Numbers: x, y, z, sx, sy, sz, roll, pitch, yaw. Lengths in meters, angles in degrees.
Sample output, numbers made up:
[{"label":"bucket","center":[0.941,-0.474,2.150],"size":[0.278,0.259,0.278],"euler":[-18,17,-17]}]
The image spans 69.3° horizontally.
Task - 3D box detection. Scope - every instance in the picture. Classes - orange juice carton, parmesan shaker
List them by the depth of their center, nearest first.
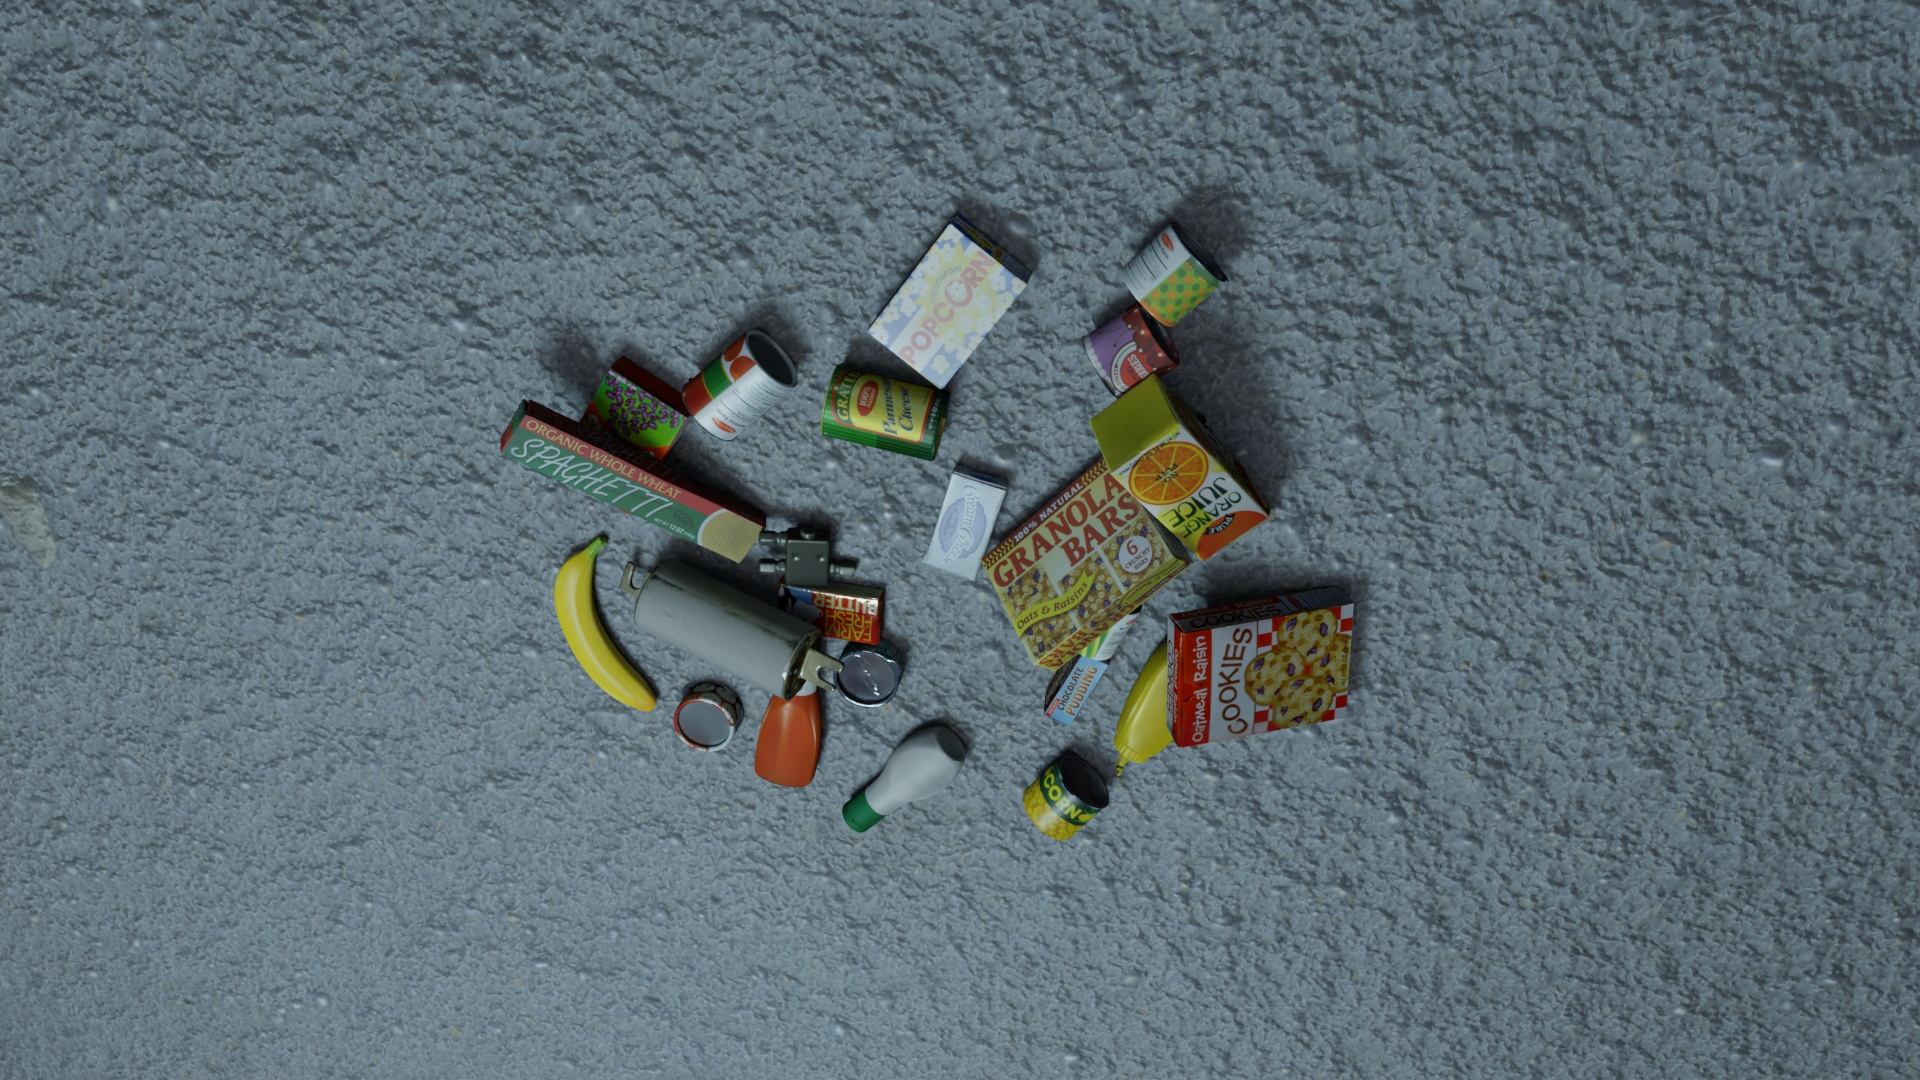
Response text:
[{"label":"orange juice carton","center":[0.199,-0.051,1.199],"size":[0.071,0.073,0.192],"euler":[-36,130,19]},{"label":"parmesan shaker","center":[-0.066,-0.116,1.240],"size":[0.103,0.071,0.071],"euler":[13,116,3]}]

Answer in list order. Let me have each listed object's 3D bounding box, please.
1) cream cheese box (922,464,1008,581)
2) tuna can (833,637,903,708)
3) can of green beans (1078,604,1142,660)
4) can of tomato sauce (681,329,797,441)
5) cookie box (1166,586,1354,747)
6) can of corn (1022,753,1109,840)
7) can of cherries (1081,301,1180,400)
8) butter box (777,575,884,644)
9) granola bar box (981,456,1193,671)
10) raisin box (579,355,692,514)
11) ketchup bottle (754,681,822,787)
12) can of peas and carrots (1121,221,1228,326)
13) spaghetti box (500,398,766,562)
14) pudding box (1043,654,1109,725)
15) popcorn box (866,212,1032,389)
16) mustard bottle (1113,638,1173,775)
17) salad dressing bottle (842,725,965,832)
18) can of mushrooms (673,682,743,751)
[{"label":"cream cheese box","center":[0.005,-0.016,1.296],"size":[0.053,0.024,0.103],"euler":[18,116,0]},{"label":"tuna can","center":[-0.088,0.129,1.375],"size":[0.071,0.033,0.070],"euler":[4,116,8]},{"label":"can of green beans","center":[0.126,0.069,1.293],"size":[0.071,0.071,0.057],"euler":[26,117,-3]},{"label":"can of tomato sauce","center":[-0.198,-0.141,1.250],"size":[0.083,0.071,0.071],"euler":[-37,104,22]},{"label":"cookie box","center":[0.273,0.116,1.272],"size":[0.168,0.040,0.122],"euler":[-8,115,-11]},{"label":"can of corn","center":[0.103,0.256,1.382],"size":[0.071,0.071,0.058],"euler":[38,116,-9]},{"label":"can of cherries","center":[0.146,-0.159,1.180],"size":[0.058,0.072,0.071],"euler":[-32,106,21]},{"label":"butter box","center":[-0.127,0.068,1.357],"size":[0.103,0.024,0.053],"euler":[8,117,6]},{"label":"granola bar box","center":[0.109,0.019,1.243],"size":[0.165,0.124,0.039],"euler":[-41,146,21]},{"label":"raisin box","center":[-0.314,-0.098,1.303],"size":[0.086,0.040,0.123],"euler":[33,114,-8]},{"label":"ketchup bottle","center":[-0.169,0.178,1.405],"size":[0.065,0.044,0.148],"euler":[13,116,2]},{"label":"can of peas and carrots","center":[0.177,-0.219,1.151],"size":[0.071,0.071,0.058],"euler":[44,115,-12]},{"label":"spaghetti box","center":[-0.298,-0.052,1.279],"size":[0.250,0.029,0.050],"euler":[27,115,-27]},{"label":"pudding box","center":[0.112,0.130,1.333],"size":[0.030,0.050,0.083],"euler":[26,117,-6]},{"label":"popcorn box","center":[-0.010,-0.205,1.202],"size":[0.085,0.038,0.126],"euler":[37,115,-8]},{"label":"mustard bottle","center":[0.187,0.166,1.337],"size":[0.065,0.049,0.159],"euler":[25,117,-10]},{"label":"salad dressing bottle","center":[-0.061,0.247,1.420],"size":[0.064,0.044,0.147],"euler":[44,115,-14]},{"label":"can of mushrooms","center":[-0.261,0.180,1.427],"size":[0.071,0.033,0.070],"euler":[4,116,8]}]
